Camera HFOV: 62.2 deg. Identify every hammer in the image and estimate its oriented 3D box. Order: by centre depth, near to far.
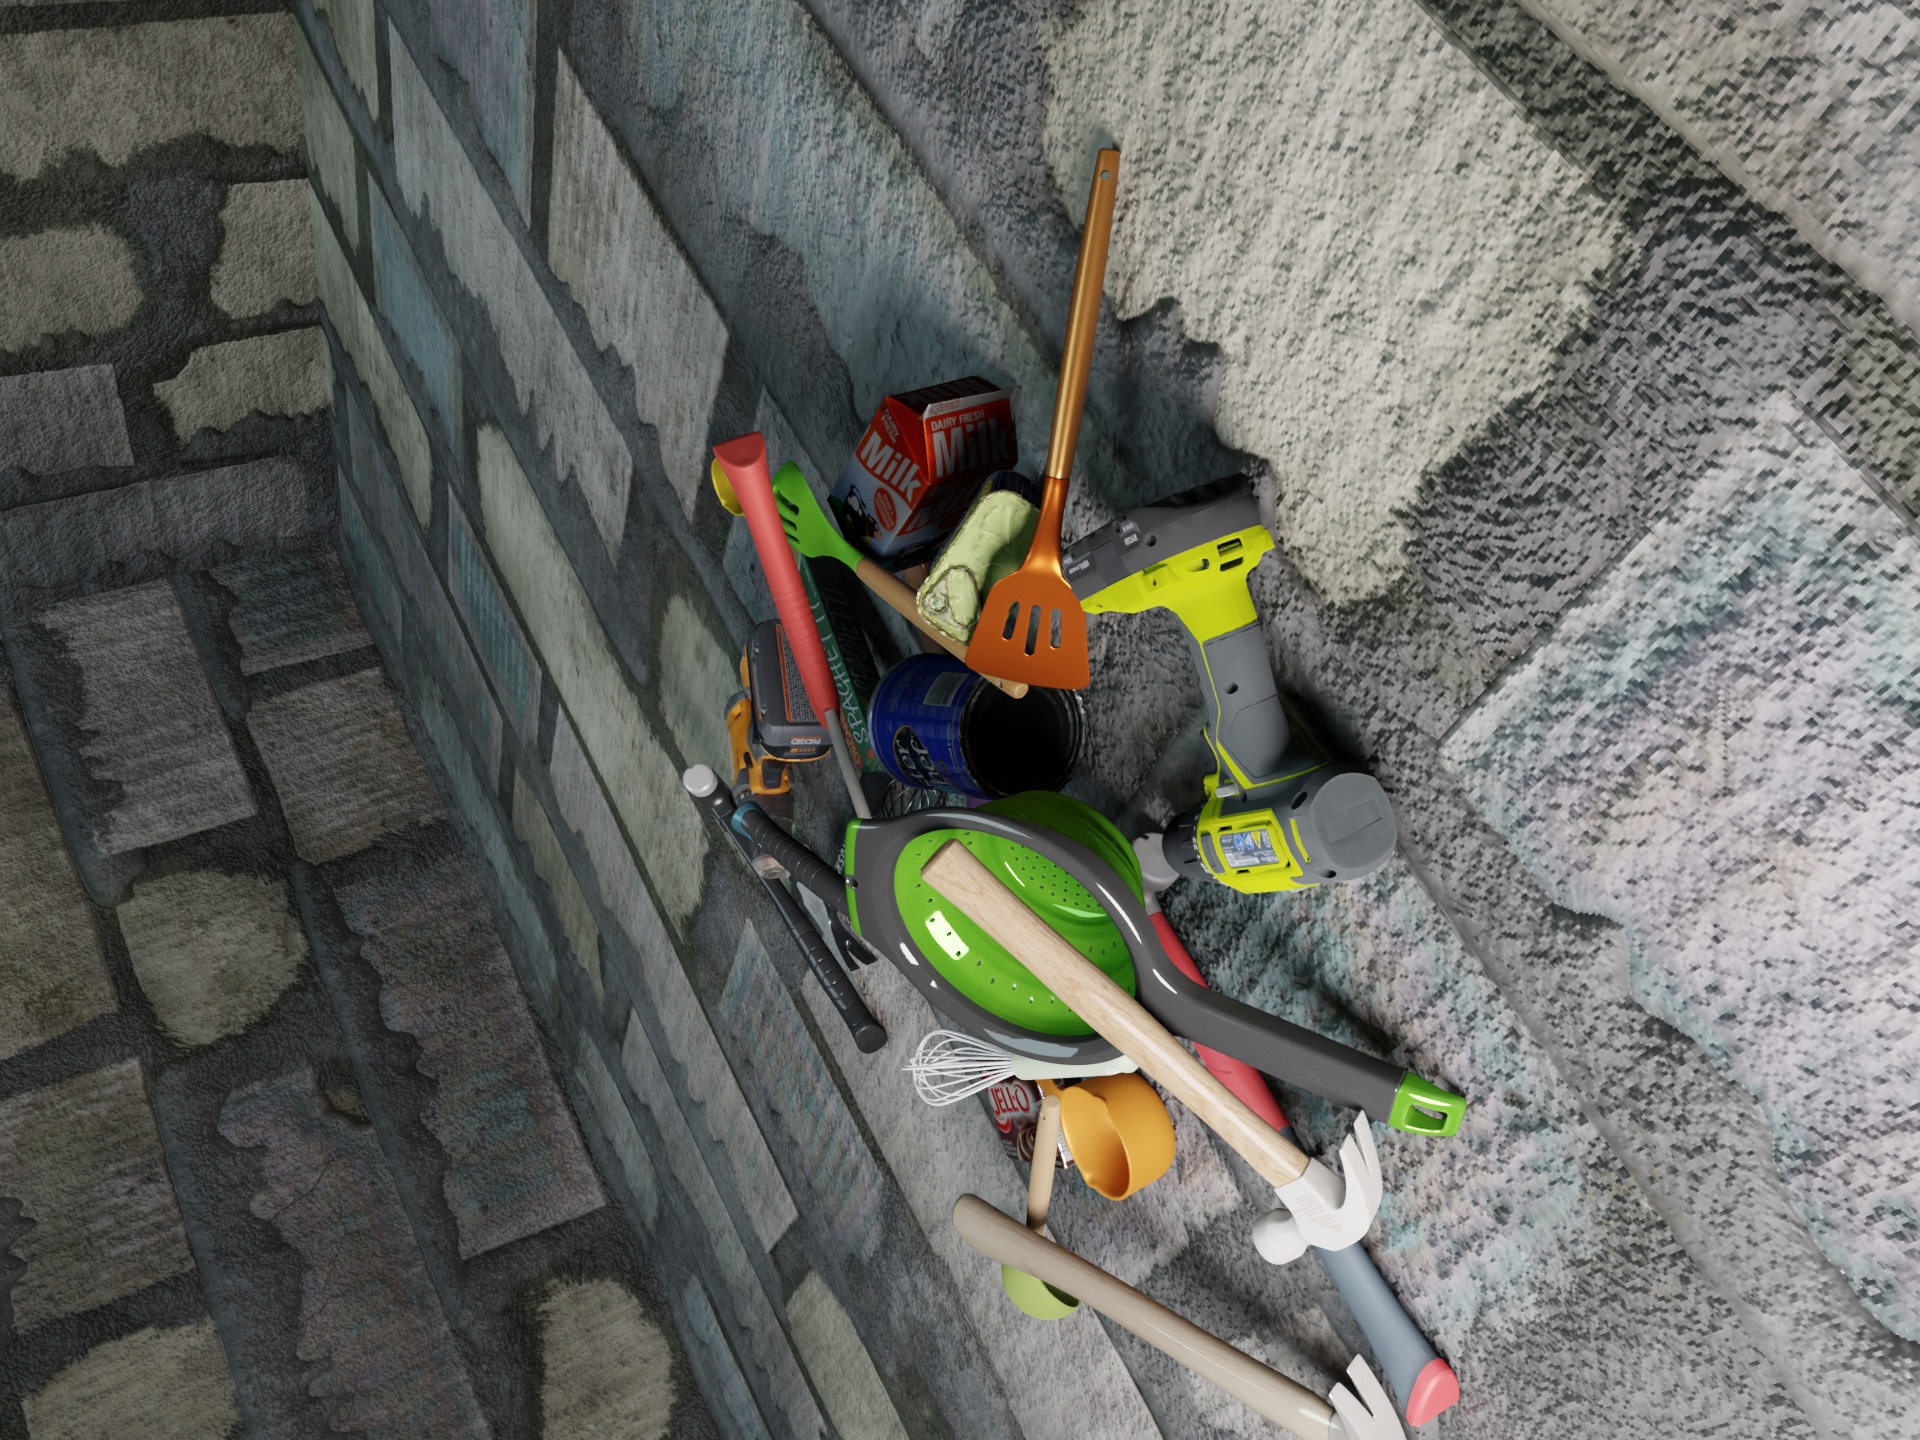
[{"bbox_3d":[0.109,0.187,0.925,0.331,0.031,0.130,42,138,-1],"label":"hammer"},{"bbox_3d":[0.191,0.265,1.030,0.387,0.038,0.143,60,152,20],"label":"hammer"},{"bbox_3d":[0.132,0.416,1.117,0.411,0.038,0.146,13,136,48],"label":"hammer"},{"bbox_3d":[-0.109,-0.038,1.187,0.149,0.036,0.359,-134,25,-72],"label":"hammer"},{"bbox_3d":[-0.088,0.148,1.283,0.331,0.033,0.128,33,168,42],"label":"hammer"},{"bbox_3d":[-0.087,0.087,1.435,0.149,0.036,0.408,58,149,23],"label":"hammer"},{"bbox_3d":[-0.175,0.195,1.628,0.335,0.035,0.146,54,175,17],"label":"hammer"}]

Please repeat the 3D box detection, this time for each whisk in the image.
[{"bbox_3d":[0.041,0.254,1.181,0.246,0.057,0.059,-17,64,47],"label":"whisk"},{"bbox_3d":[-0.050,0.113,1.369,0.055,0.055,0.238,56,153,27],"label":"whisk"}]

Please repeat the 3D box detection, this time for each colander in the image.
[{"bbox_3d":[0.119,0.138,0.972,0.397,0.094,0.204,20,134,22],"label":"colander"}]

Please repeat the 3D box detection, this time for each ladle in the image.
[{"bbox_3d":[0.071,0.385,1.264,0.078,0.062,0.319,48,150,36],"label":"ladle"}]

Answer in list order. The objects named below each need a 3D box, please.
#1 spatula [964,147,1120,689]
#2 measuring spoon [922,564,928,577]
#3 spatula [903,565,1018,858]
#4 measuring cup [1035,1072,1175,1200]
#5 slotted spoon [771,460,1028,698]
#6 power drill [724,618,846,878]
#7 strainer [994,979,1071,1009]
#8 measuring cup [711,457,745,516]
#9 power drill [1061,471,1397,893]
[{"bbox_3d":[0.062,-0.171,0.948,0.041,0.081,0.322,-64,-17,-73],"label":"spatula"},{"bbox_3d":[-0.032,-0.104,1.240,0.021,0.011,0.117,10,115,60],"label":"measuring spoon"},{"bbox_3d":[-0.002,-0.004,1.237,0.060,0.018,0.316,-2,107,60],"label":"spatula"},{"bbox_3d":[0.096,0.279,1.199,0.174,0.052,0.095,46,143,43],"label":"measuring cup"},{"bbox_3d":[-0.054,-0.098,1.117,0.314,0.031,0.070,40,142,39],"label":"slotted spoon"},{"bbox_3d":[-0.167,0.029,1.459,0.226,0.084,0.185,125,139,-60],"label":"power drill"},{"bbox_3d":[0.075,0.205,1.152,0.086,0.050,0.258,46,166,-14],"label":"strainer"},{"bbox_3d":[-0.171,-0.181,1.447,0.156,0.029,0.062,51,148,12],"label":"measuring cup"},{"bbox_3d":[0.142,-0.009,0.912,0.228,0.080,0.190,69,158,0],"label":"power drill"}]
